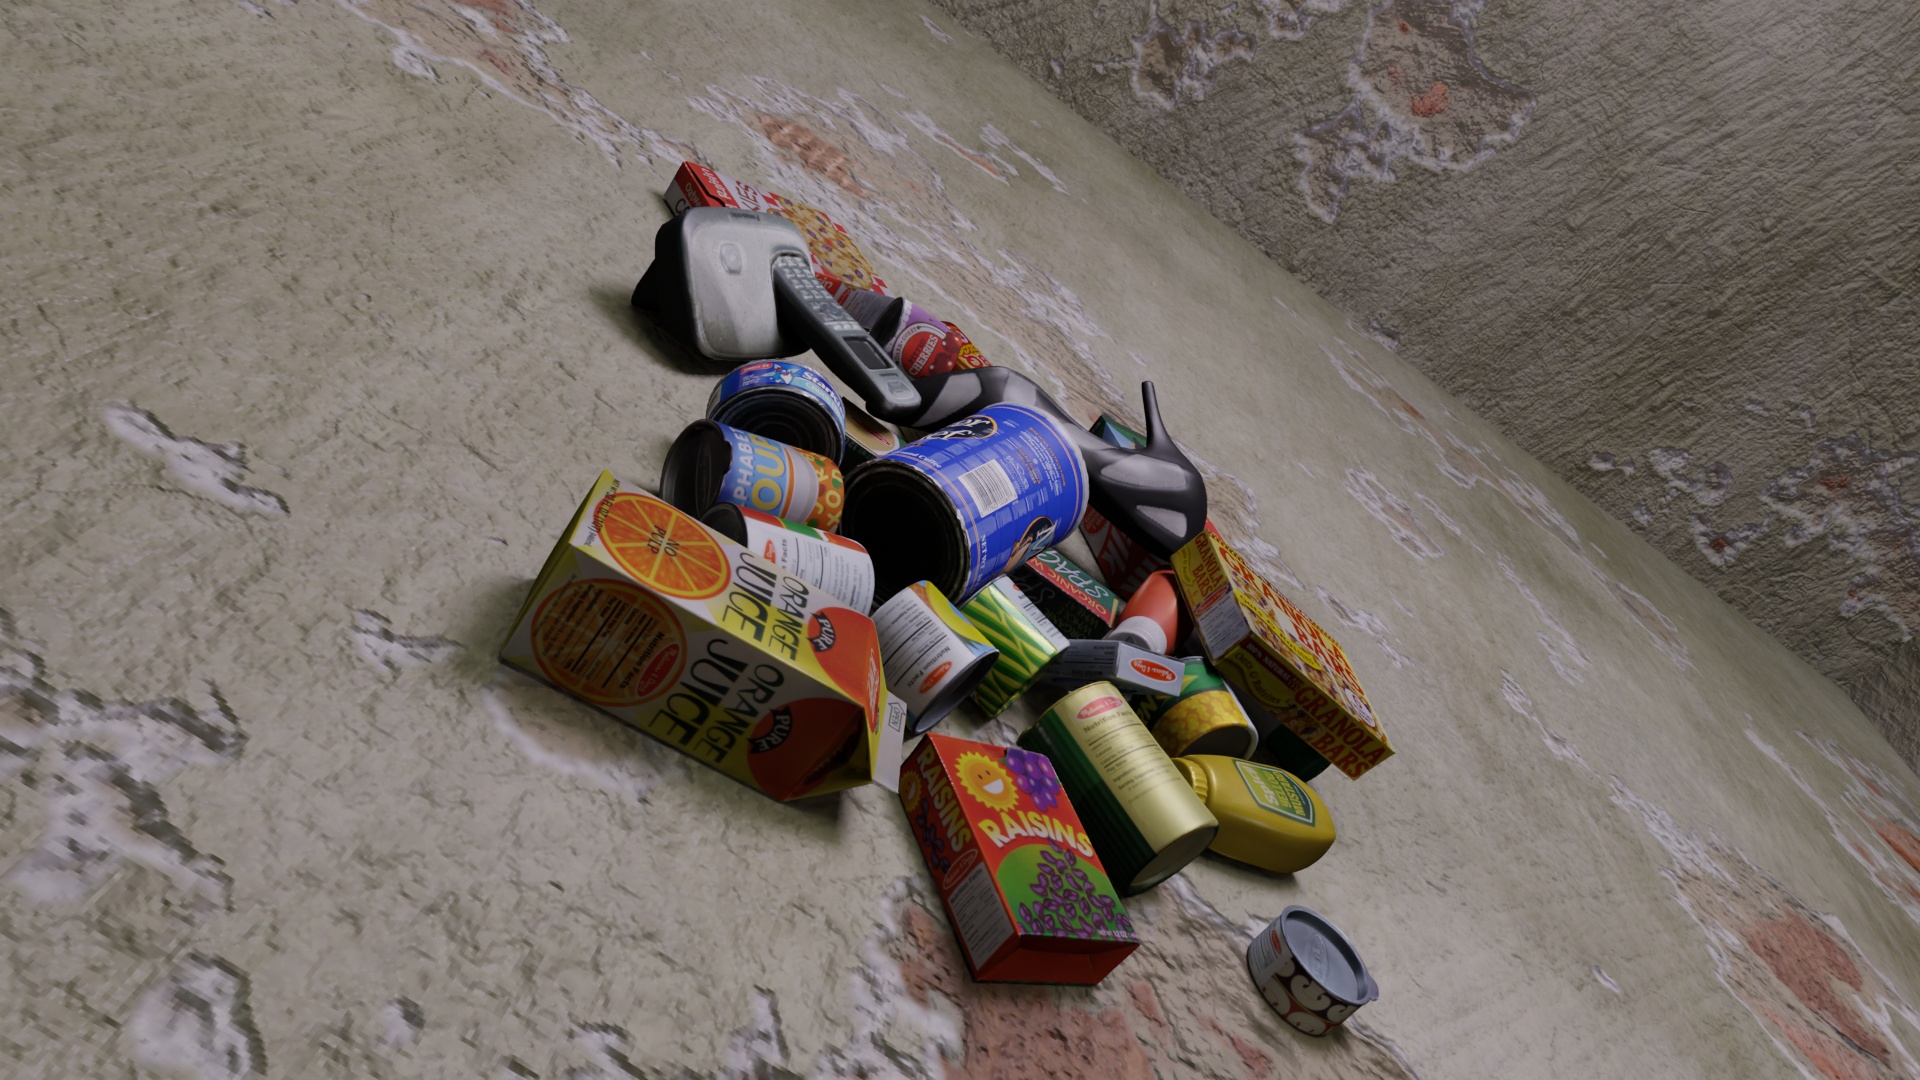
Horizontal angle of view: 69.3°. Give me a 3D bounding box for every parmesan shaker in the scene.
[{"bbox_3d":[0.088,0.141,0.787,0.071,0.071,0.103,6,41,-50],"label":"parmesan shaker"}]

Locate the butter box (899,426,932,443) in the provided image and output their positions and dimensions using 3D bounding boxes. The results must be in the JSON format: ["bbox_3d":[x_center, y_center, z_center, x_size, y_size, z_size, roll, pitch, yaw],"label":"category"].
[{"bbox_3d":[-0.006,-0.062,1.052,0.053,0.024,0.104,14,34,-40],"label":"butter box"}]

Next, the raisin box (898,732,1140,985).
[{"bbox_3d":[0.026,0.159,0.700,0.086,0.040,0.124,16,32,-38],"label":"raisin box"}]

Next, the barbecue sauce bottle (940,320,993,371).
[{"bbox_3d":[0.021,-0.121,1.169,0.149,0.043,0.065,48,25,19],"label":"barbecue sauce bottle"}]

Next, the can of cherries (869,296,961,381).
[{"bbox_3d":[-0.039,-0.151,1.108,0.058,0.071,0.072,30,26,-21],"label":"can of cherries"}]

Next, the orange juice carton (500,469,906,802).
[{"bbox_3d":[-0.107,0.055,0.657,0.192,0.072,0.072,31,25,-17],"label":"orange juice carton"}]

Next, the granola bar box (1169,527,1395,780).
[{"bbox_3d":[0.225,0.080,0.978,0.165,0.039,0.125,38,22,-27],"label":"granola bar box"}]

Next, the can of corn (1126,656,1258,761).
[{"bbox_3d":[0.150,0.120,0.907,0.071,0.071,0.058,18,32,-37],"label":"can of corn"}]

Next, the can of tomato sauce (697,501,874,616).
[{"bbox_3d":[-0.099,0.021,0.738,0.083,0.071,0.071,18,32,-39],"label":"can of tomato sauce"}]

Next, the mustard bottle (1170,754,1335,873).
[{"bbox_3d":[0.165,0.165,0.867,0.160,0.048,0.065,20,29,-35],"label":"mustard bottle"}]

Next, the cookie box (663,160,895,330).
[{"bbox_3d":[-0.148,-0.243,1.150,0.167,0.040,0.123,10,37,-46],"label":"cookie box"}]

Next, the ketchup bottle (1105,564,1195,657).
[{"bbox_3d":[0.135,0.062,0.977,0.043,0.064,0.149,10,14,18],"label":"ketchup bottle"}]

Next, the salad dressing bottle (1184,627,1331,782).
[{"bbox_3d":[0.221,0.112,1.038,0.064,0.044,0.148,15,35,-53],"label":"salad dressing bottle"}]

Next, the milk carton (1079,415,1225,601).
[{"bbox_3d":[0.151,-0.011,1.120,0.073,0.072,0.191,21,30,-33],"label":"milk carton"}]

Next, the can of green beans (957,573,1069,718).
[{"bbox_3d":[0.022,0.063,0.825,0.058,0.071,0.071,47,25,10],"label":"can of green beans"}]

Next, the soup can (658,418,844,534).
[{"bbox_3d":[-0.116,-0.027,0.789,0.084,0.071,0.071,16,33,-40],"label":"soup can"}]

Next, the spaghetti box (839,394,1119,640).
[{"bbox_3d":[0.003,-0.012,0.975,0.250,0.028,0.050,36,25,-5],"label":"spaghetti box"}]

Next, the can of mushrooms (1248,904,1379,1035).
[{"bbox_3d":[0.201,0.247,0.794,0.071,0.033,0.071,31,25,-16],"label":"can of mushrooms"}]

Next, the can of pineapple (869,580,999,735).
[{"bbox_3d":[-0.021,0.065,0.768,0.058,0.070,0.071,45,25,14],"label":"can of pineapple"}]

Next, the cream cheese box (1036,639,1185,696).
[{"bbox_3d":[0.083,0.078,0.859,0.053,0.024,0.103,21,-15,-32],"label":"cream cheese box"}]
